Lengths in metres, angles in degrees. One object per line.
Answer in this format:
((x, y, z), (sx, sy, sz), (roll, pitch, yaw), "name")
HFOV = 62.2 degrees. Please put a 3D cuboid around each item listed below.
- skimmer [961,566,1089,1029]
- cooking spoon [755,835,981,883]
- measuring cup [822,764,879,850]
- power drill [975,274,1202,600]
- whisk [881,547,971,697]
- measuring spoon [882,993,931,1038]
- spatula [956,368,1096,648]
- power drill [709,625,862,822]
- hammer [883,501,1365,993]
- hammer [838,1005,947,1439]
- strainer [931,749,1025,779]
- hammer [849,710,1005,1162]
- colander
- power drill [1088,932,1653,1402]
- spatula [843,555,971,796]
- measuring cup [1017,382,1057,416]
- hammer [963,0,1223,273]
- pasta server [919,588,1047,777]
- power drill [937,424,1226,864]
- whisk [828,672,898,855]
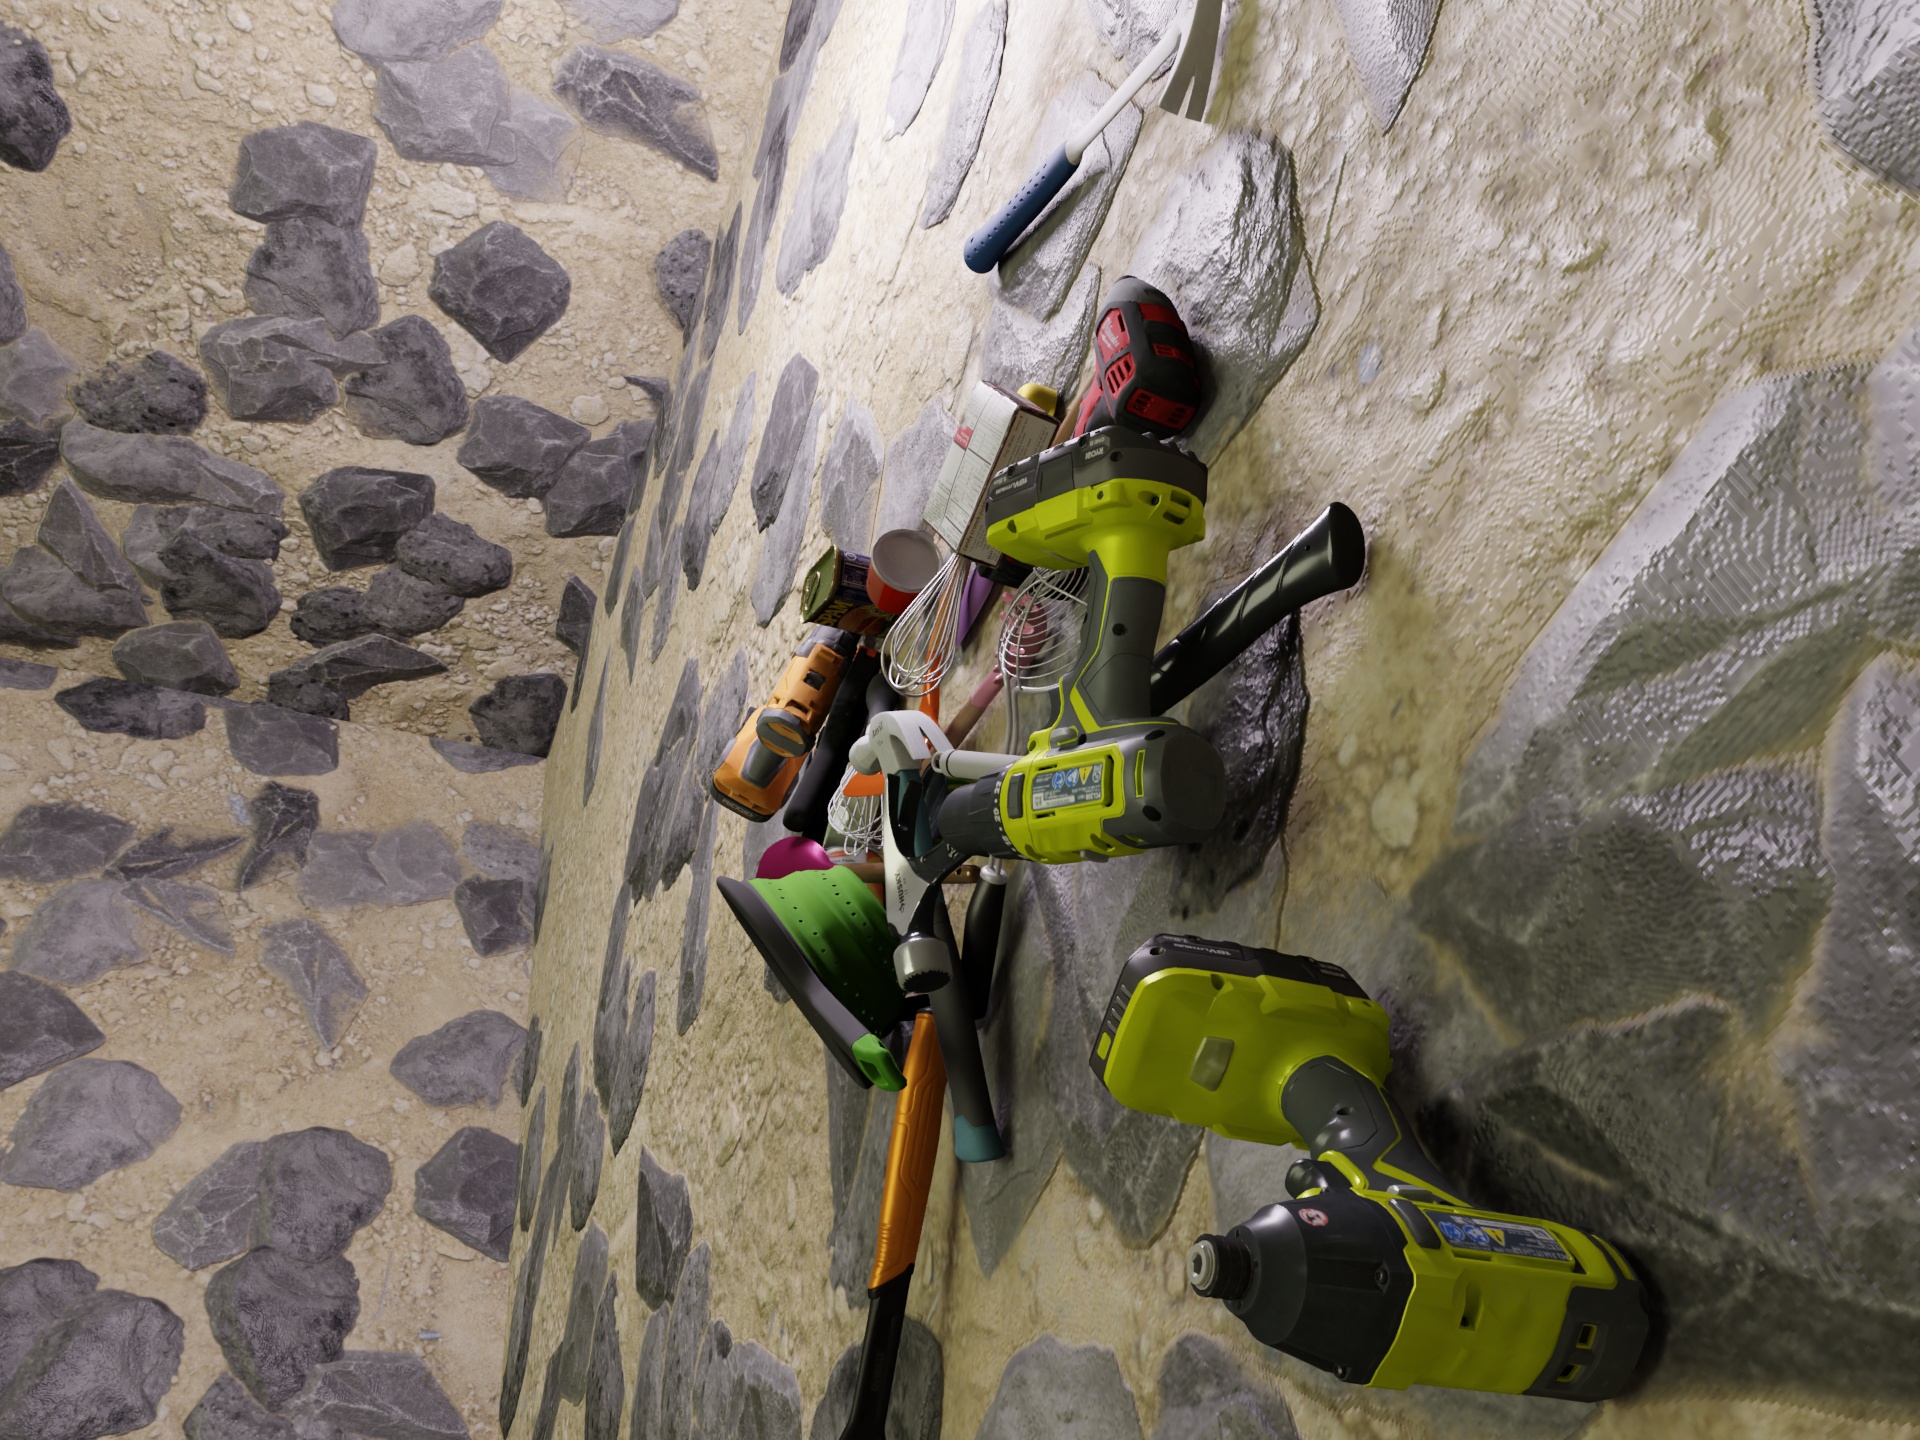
((0.059, 0.052, 1.112), (0.127, 0.090, 0.363), (-135, 49, -61), "skimmer")
((-0.088, 0.128, 1.338), (0.319, 0.017, 0.069), (-6, 65, 50), "cooking spoon")
((-0.093, 0.088, 1.425), (0.167, 0.038, 0.083), (-156, 83, -82), "measuring cup")
((0.087, -0.202, 1.118), (0.219, 0.078, 0.143), (-55, 31, 41), "power drill")
((-0.002, -0.128, 1.278), (0.058, 0.059, 0.246), (-11, 51, 58), "whisk")
((-0.041, 0.238, 1.291), (0.128, 0.021, 0.042), (-23, 50, 54), "measuring spoon")
((0.053, -0.173, 1.264), (0.315, 0.018, 0.060), (122, 156, -44), "spatula")
((-0.171, -0.012, 1.636), (0.226, 0.084, 0.185), (-51, 12, 54), "power drill")
((0.079, 0.007, 0.943), (0.409, 0.036, 0.149), (-42, 46, 35), "hammer")
((-0.052, 0.368, 1.124), (0.034, 0.127, 0.337), (140, 143, -66), "hammer")
((0.065, 0.033, 1.010), (0.258, 0.050, 0.087), (4, 95, 50), "strainer")
((-0.018, 0.148, 1.135), (0.128, 0.033, 0.331), (136, 125, -59), "hammer")
((-0.075, 0.189, 1.188), (0.094, 0.204, 0.397), (-35, 13, -13), "colander")
((0.141, 0.174, 0.639), (0.223, 0.171, 0.080), (-124, 49, -67), "power drill")
((-0.020, -0.080, 1.316), (0.081, 0.041, 0.323), (-8, 61, 47), "spatula")
((0.037, -0.197, 1.263), (0.156, 0.029, 0.062), (-69, 12, -11), "measuring cup")
((0.096, -0.463, 1.290), (0.405, 0.035, 0.144), (155, 125, -65), "hammer")
((-0.002, -0.004, 1.287), (0.316, 0.040, 0.060), (127, 157, -50), "pasta server")
((0.062, -0.031, 0.891), (0.190, 0.080, 0.229), (-14, 67, 49), "power drill")
((-0.073, 0.031, 1.390), (0.285, 0.070, 0.070), (-88, 19, -61), "whisk")
